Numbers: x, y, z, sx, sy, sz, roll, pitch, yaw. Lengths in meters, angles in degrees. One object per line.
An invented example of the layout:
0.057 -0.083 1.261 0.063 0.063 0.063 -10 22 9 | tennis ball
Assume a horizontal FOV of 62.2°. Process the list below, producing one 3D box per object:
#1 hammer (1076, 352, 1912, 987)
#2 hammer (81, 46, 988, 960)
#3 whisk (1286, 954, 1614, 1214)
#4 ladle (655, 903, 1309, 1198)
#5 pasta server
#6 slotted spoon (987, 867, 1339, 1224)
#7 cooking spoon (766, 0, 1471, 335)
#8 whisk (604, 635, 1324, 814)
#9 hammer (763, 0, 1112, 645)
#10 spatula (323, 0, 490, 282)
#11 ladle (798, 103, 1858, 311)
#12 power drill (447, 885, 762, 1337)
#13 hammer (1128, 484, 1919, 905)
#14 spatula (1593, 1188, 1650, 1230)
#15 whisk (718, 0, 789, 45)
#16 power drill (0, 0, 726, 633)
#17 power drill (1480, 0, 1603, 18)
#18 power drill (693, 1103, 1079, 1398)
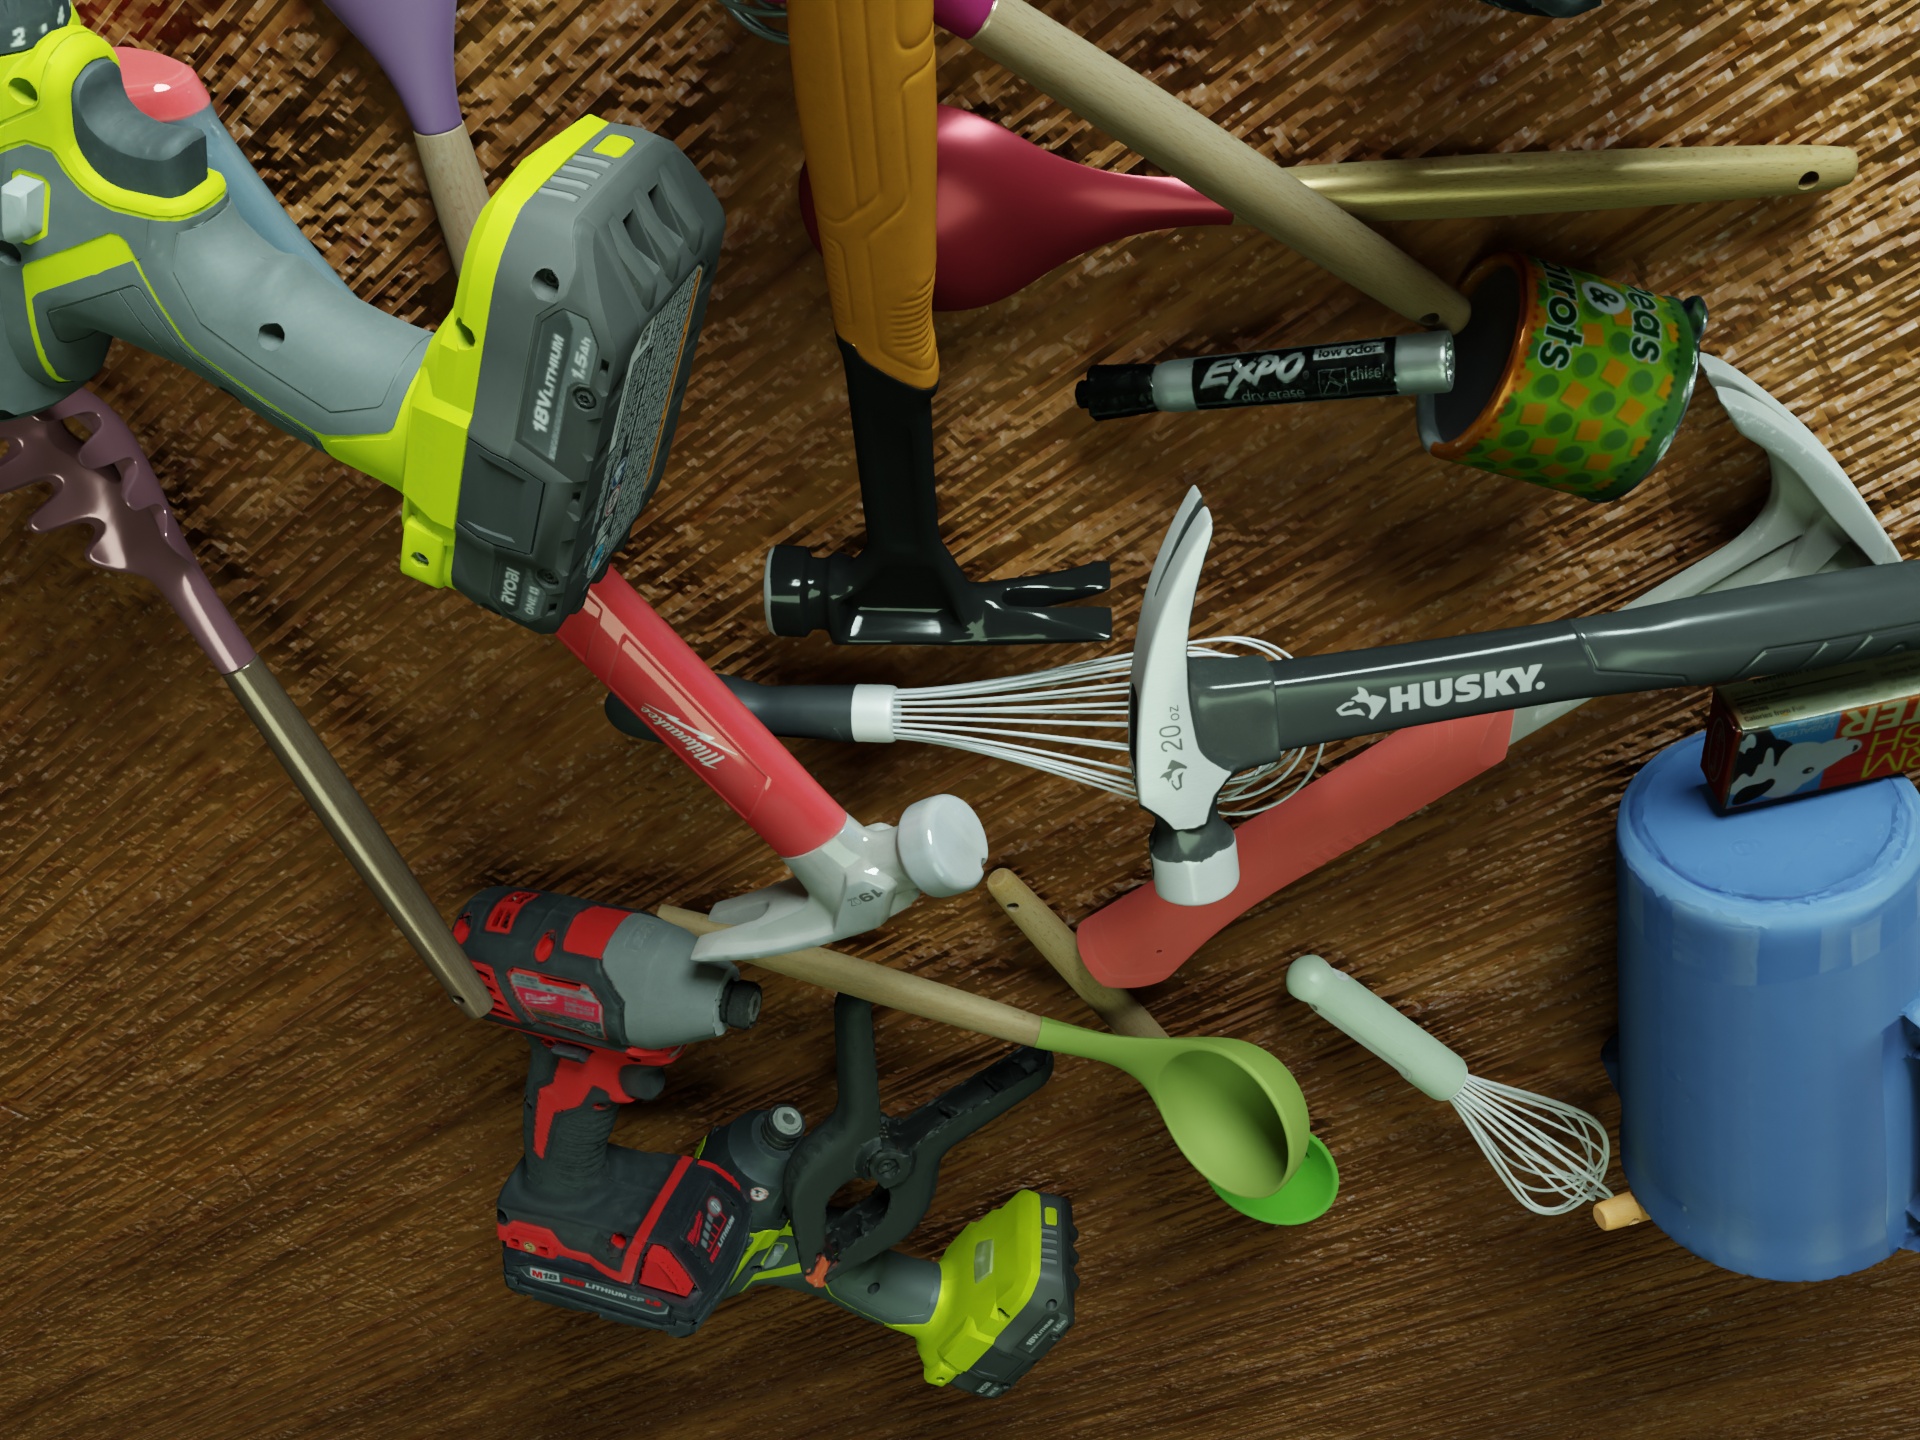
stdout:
0.180 0.011 0.634 0.149 0.037 0.359 35 126 -28 | hammer
-0.156 -0.051 0.553 0.143 0.038 0.386 -21 123 33 | hammer
0.248 0.183 0.796 0.246 0.058 0.059 36 91 -24 | whisk
0.009 0.146 0.739 0.320 0.062 0.078 17 131 -3 | ladle
-0.265 0.005 0.608 0.060 0.040 0.316 -6 124 28 | pasta server
0.103 0.168 0.798 0.070 0.031 0.313 -25 127 24 | slotted spoon
0.025 -0.170 0.412 0.318 0.017 0.068 20 147 -31 | cooking spoon
-0.001 -0.002 0.615 0.284 0.070 0.070 1 135 8 | whisk
-0.014 -0.120 0.450 0.127 0.034 0.336 1 151 3 | hammer
-0.156 -0.158 0.491 0.060 0.018 0.315 -2 133 6 | spatula
0.107 -0.158 0.478 0.315 0.031 0.069 -2 137 2 | ladle
-0.159 0.182 0.753 0.143 0.079 0.219 9 122 12 | power drill
0.221 -0.028 0.532 0.335 0.035 0.146 -9 118 3 | hammer
0.459 0.204 0.776 0.322 0.041 0.081 -13 136 -11 | spatula
0.047 -0.221 0.404 0.239 0.055 0.055 -11 133 8 | whisk
-0.184 -0.133 0.406 0.228 0.080 0.190 24 134 -3 | power drill
0.106 -0.265 0.313 0.188 0.080 0.226 -20 120 11 | power drill
-0.052 0.296 0.896 0.223 0.080 0.171 22 127 -15 | power drill
